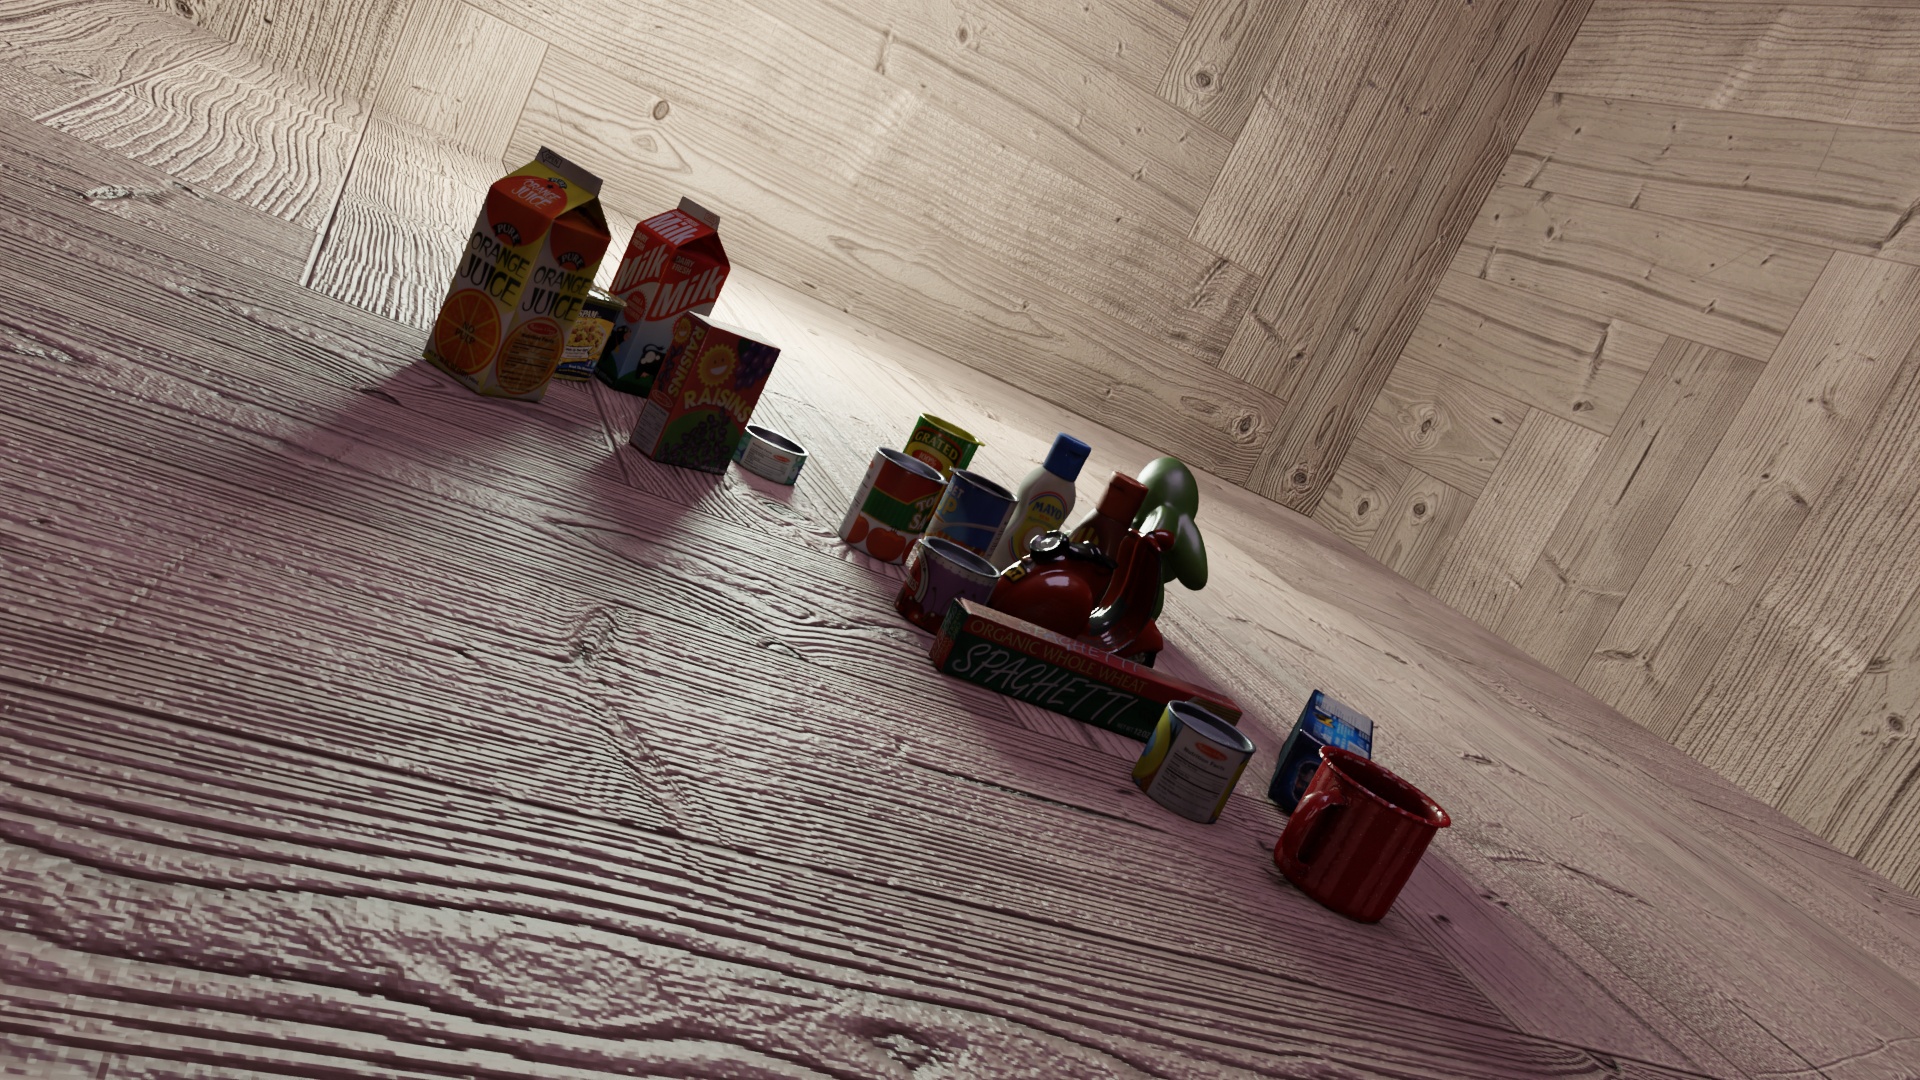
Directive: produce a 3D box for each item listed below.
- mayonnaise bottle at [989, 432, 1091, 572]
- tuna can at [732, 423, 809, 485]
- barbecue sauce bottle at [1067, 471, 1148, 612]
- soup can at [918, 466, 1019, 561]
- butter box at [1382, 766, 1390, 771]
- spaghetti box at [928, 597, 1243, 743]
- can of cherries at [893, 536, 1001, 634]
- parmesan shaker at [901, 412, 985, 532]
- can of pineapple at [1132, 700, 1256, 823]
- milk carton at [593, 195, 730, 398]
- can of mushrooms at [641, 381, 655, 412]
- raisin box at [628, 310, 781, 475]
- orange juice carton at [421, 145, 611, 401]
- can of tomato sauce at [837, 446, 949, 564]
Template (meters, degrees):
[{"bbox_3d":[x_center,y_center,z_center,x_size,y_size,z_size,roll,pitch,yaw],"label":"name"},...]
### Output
[{"bbox_3d":[0.079,-0.032,1.355,0.065,0.147,0.041,23,11,-20],"label":"mayonnaise bottle"},{"bbox_3d":[-0.178,-0.081,1.295,0.071,0.032,0.071,25,11,-5],"label":"tuna can"},{"bbox_3d":[0.121,0.011,1.253,0.065,0.148,0.044,34,13,36],"label":"barbecue sauce bottle"},{"bbox_3d":[0.005,-0.016,1.280,0.071,0.083,0.071,25,11,-5],"label":"soup can"},{"bbox_3d":[0.307,0.204,1.043,0.024,0.053,0.103,31,12,21],"label":"butter box"},{"bbox_3d":[0.095,0.106,1.021,0.250,0.050,0.029,21,12,-24],"label":"spaghetti box"},{"bbox_3d":[-0.013,0.036,1.071,0.071,0.058,0.071,25,11,-5],"label":"can of cherries"},{"bbox_3d":[-0.029,-0.065,1.374,0.071,0.103,0.071,25,11,-5],"label":"parmesan shaker"},{"bbox_3d":[0.158,0.150,0.944,0.071,0.057,0.071,25,11,-5],"label":"can of pineapple"},{"bbox_3d":[-0.289,-0.237,1.347,0.072,0.190,0.073,35,13,37],"label":"milk carton"},{"bbox_3d":[-0.259,-0.120,1.288,0.071,0.033,0.071,25,11,-5],"label":"can of mushrooms"},{"bbox_3d":[-0.215,-0.123,1.173,0.040,0.123,0.086,34,13,36],"label":"raisin box"},{"bbox_3d":[-0.347,-0.214,1.110,0.072,0.192,0.073,31,12,22],"label":"orange juice carton"},{"bbox_3d":[-0.058,-0.029,1.201,0.071,0.083,0.071,25,11,-5],"label":"can of tomato sauce"}]
